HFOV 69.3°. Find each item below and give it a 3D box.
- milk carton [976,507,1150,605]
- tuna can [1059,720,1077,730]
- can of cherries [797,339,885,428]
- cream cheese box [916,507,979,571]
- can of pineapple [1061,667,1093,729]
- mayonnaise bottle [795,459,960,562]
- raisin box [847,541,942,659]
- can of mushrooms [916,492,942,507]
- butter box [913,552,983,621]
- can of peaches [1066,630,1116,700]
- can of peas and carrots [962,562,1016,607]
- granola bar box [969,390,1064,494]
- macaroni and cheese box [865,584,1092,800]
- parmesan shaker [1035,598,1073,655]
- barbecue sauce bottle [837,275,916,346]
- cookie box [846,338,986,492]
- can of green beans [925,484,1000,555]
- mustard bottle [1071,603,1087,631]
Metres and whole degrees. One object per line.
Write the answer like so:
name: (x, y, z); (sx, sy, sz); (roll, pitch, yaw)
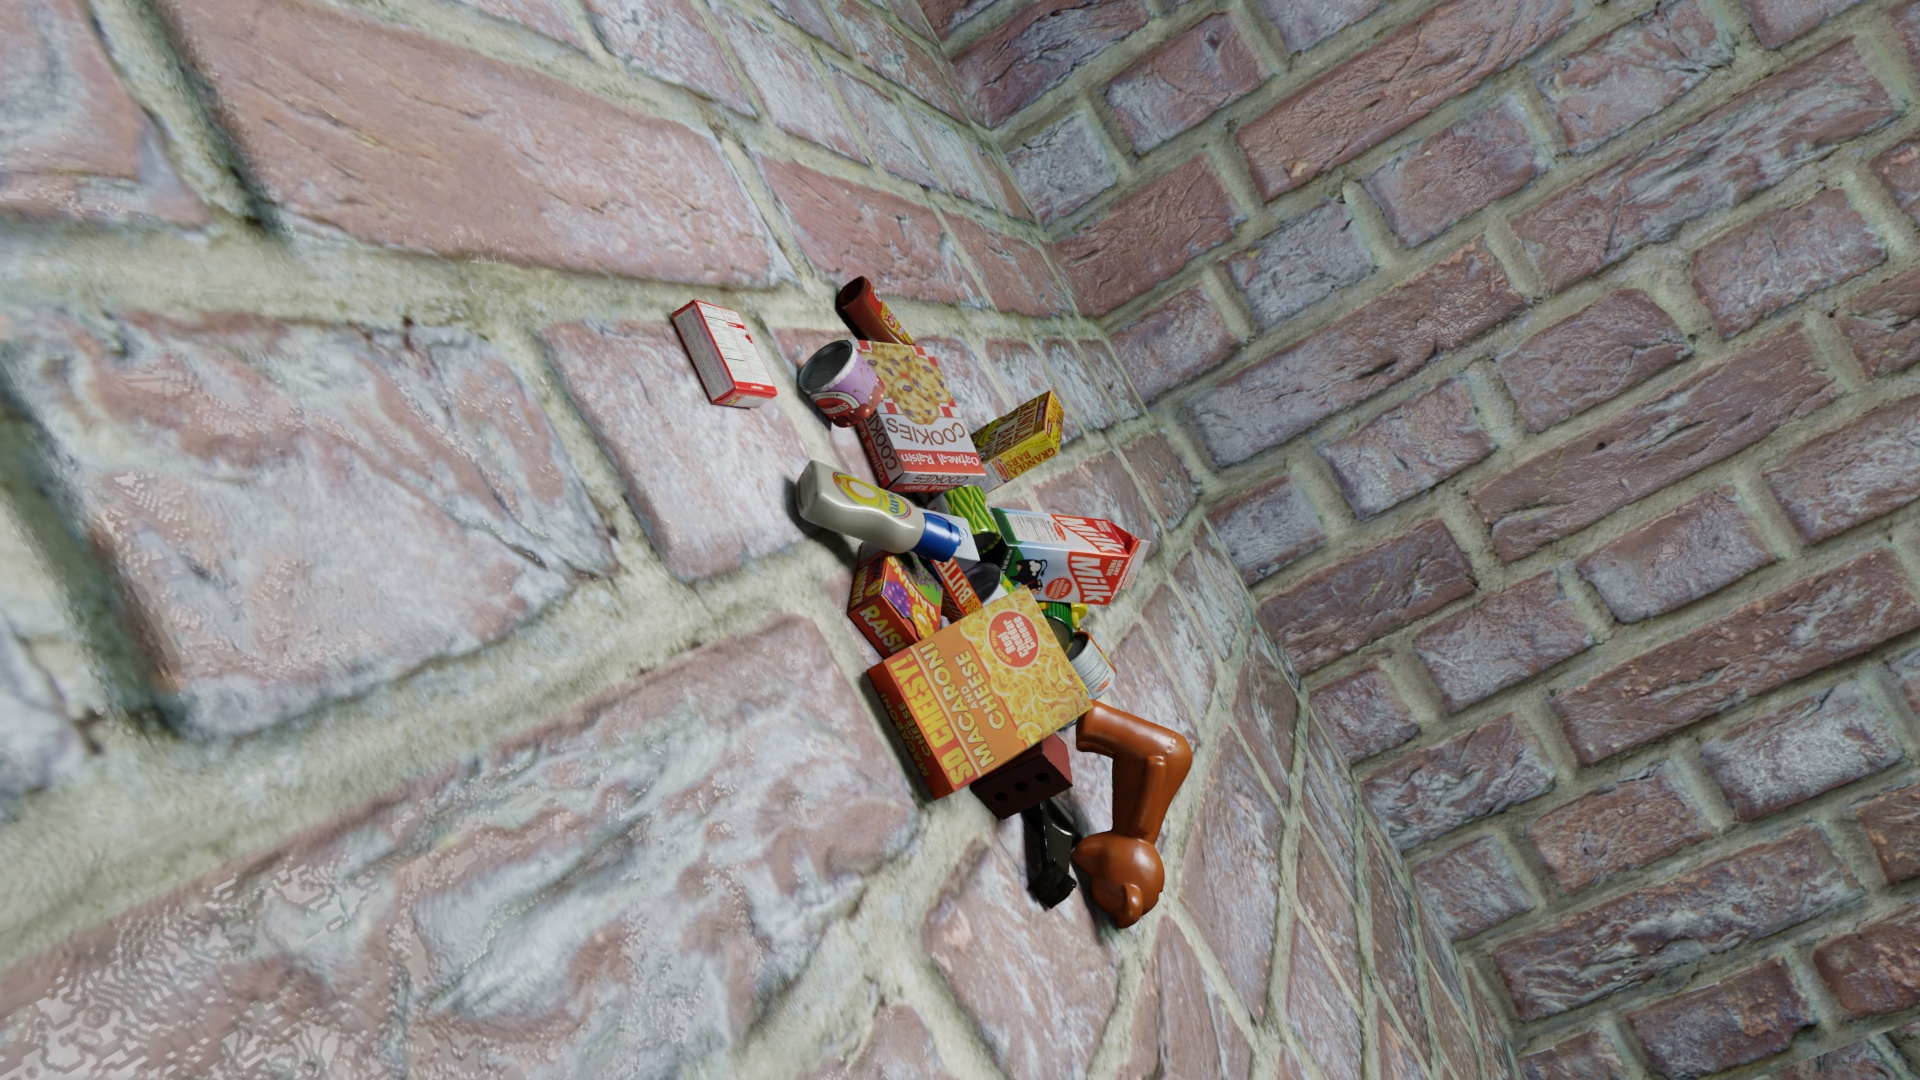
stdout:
milk carton: (0.117, 0.020, 1.544); (0.191, 0.072, 0.074); (5, 34, -22)
tuna can: (0.111, 0.175, 1.525); (0.071, 0.033, 0.071); (52, 19, -25)
can of cherries: (-0.117, -0.150, 1.356); (0.058, 0.071, 0.072); (49, 20, -37)
cream cheese box: (-0.029, -0.003, 1.385); (0.104, 0.024, 0.053); (12, 50, -45)
can of pineapple: (0.096, 0.159, 1.451); (0.058, 0.071, 0.071); (56, 17, -10)
mayonnaise bottle: (-0.071, -0.021, 1.220); (0.148, 0.041, 0.065); (21, 29, -26)
raisin box: (-0.056, 0.054, 1.240); (0.086, 0.040, 0.124); (54, 19, -23)
can of mushrooms: (-0.026, -0.063, 1.522); (0.071, 0.033, 0.071); (51, 20, -26)
butter box: (-0.019, 0.037, 1.330); (0.053, 0.024, 0.103); (19, -32, 48)
can of peaches: (0.134, 0.145, 1.590); (0.058, 0.071, 0.071); (53, 18, -21)
can of peas and carrots: (0.027, 0.065, 1.413); (0.058, 0.071, 0.071); (51, 19, -31)
granola bar box: (0.064, -0.120, 1.713); (0.039, 0.124, 0.166); (57, 17, -16)
macaroni and cheese box: (0.018, 0.127, 1.179); (0.167, 0.040, 0.124); (-25, 84, -36)
parmesan shaker: (0.095, 0.081, 1.566); (0.071, 0.071, 0.103); (53, 19, -24)
barbecue sauce bottle: (-0.084, -0.235, 1.617); (0.148, 0.043, 0.065); (51, 18, -30)
cookie box: (-0.056, -0.130, 1.468); (0.123, 0.040, 0.168); (-1, 60, -46)
can of green beans: (0.003, -0.018, 1.475); (0.071, 0.071, 0.058); (28, 37, -61)
mustard bottle: (0.126, 0.053, 1.740); (0.065, 0.048, 0.161); (39, 28, -49)
